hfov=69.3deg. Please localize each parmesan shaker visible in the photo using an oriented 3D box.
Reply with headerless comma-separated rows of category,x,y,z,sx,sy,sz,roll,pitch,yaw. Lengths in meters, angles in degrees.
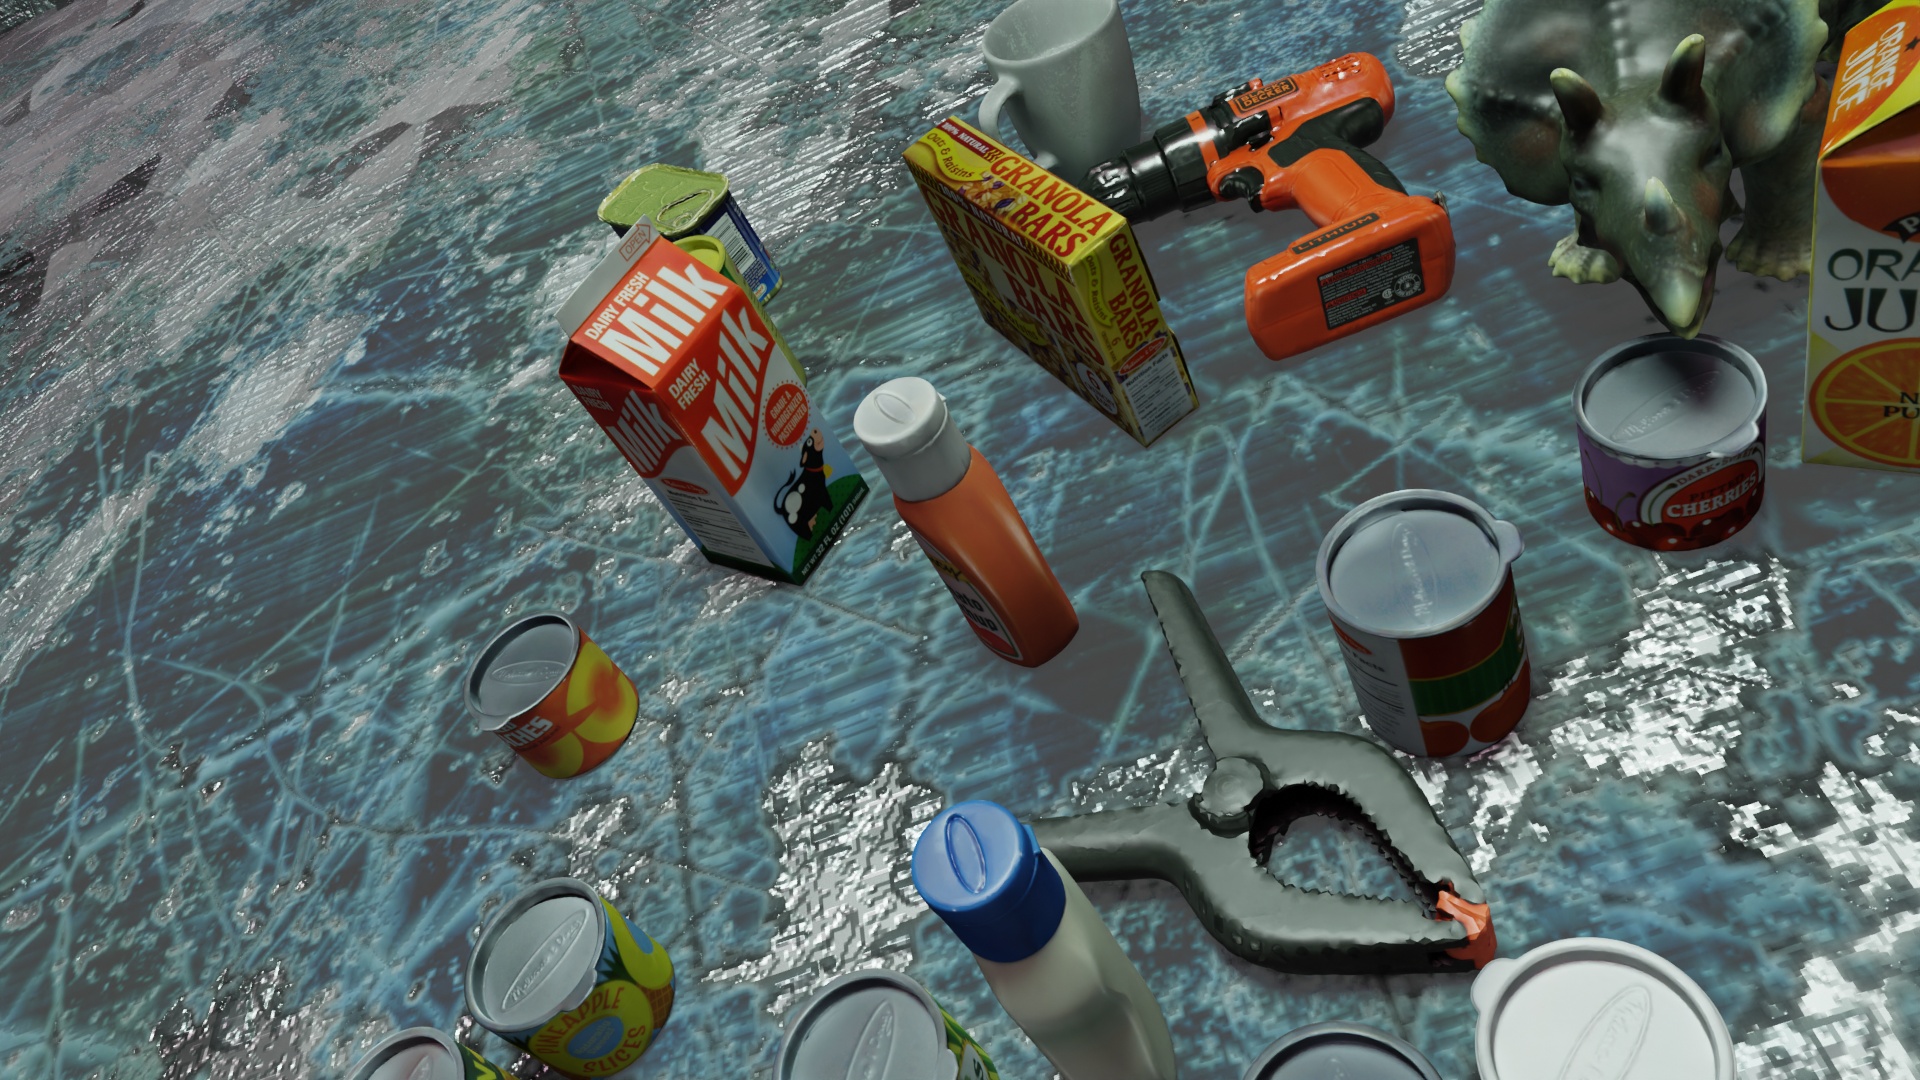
parmesan shaker,-0.140,-0.116,0.809,0.071,0.102,0.072,-15,46,16

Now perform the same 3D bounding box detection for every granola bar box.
granola bar box,0.045,-0.135,0.711,0.039,0.123,0.166,-37,44,-6

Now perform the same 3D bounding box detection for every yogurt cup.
yogurt cup,0.191,0.160,0.412,0.072,0.053,0.073,-15,46,16

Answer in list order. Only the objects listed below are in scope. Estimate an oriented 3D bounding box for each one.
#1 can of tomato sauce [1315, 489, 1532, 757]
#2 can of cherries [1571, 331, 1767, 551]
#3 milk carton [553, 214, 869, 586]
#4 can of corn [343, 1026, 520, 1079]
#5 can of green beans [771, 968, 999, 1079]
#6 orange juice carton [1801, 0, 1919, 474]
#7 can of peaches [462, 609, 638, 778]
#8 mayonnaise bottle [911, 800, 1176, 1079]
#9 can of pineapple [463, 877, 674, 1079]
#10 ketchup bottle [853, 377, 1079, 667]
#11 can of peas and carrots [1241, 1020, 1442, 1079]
can of tomato sauce,0.176,0.032,0.517,0.071,0.082,0.071,-15,46,16
can of cherries,0.278,-0.036,0.541,0.071,0.058,0.072,-15,46,16
milk carton,-0.128,-0.067,0.694,0.073,0.189,0.072,12,58,36
can of corn,-0.207,0.238,0.556,0.071,0.058,0.071,-15,46,16
can of green beans,-0.025,0.196,0.495,0.071,0.057,0.071,-15,46,16
orange juice carton,0.339,-0.111,0.478,0.073,0.192,0.072,9,56,35
can of peaches,-0.206,0.080,0.699,0.071,0.058,0.071,-15,46,16
mayonnaise bottle,0.029,0.136,0.454,0.041,0.147,0.065,-28,43,4
can of pineapple,-0.161,0.185,0.579,0.071,0.057,0.071,-15,46,16
ketchup bottle,0.002,-0.008,0.600,0.043,0.148,0.065,-41,44,-10
can of peas and carrots,0.123,0.188,0.420,0.071,0.058,0.071,-15,46,16
